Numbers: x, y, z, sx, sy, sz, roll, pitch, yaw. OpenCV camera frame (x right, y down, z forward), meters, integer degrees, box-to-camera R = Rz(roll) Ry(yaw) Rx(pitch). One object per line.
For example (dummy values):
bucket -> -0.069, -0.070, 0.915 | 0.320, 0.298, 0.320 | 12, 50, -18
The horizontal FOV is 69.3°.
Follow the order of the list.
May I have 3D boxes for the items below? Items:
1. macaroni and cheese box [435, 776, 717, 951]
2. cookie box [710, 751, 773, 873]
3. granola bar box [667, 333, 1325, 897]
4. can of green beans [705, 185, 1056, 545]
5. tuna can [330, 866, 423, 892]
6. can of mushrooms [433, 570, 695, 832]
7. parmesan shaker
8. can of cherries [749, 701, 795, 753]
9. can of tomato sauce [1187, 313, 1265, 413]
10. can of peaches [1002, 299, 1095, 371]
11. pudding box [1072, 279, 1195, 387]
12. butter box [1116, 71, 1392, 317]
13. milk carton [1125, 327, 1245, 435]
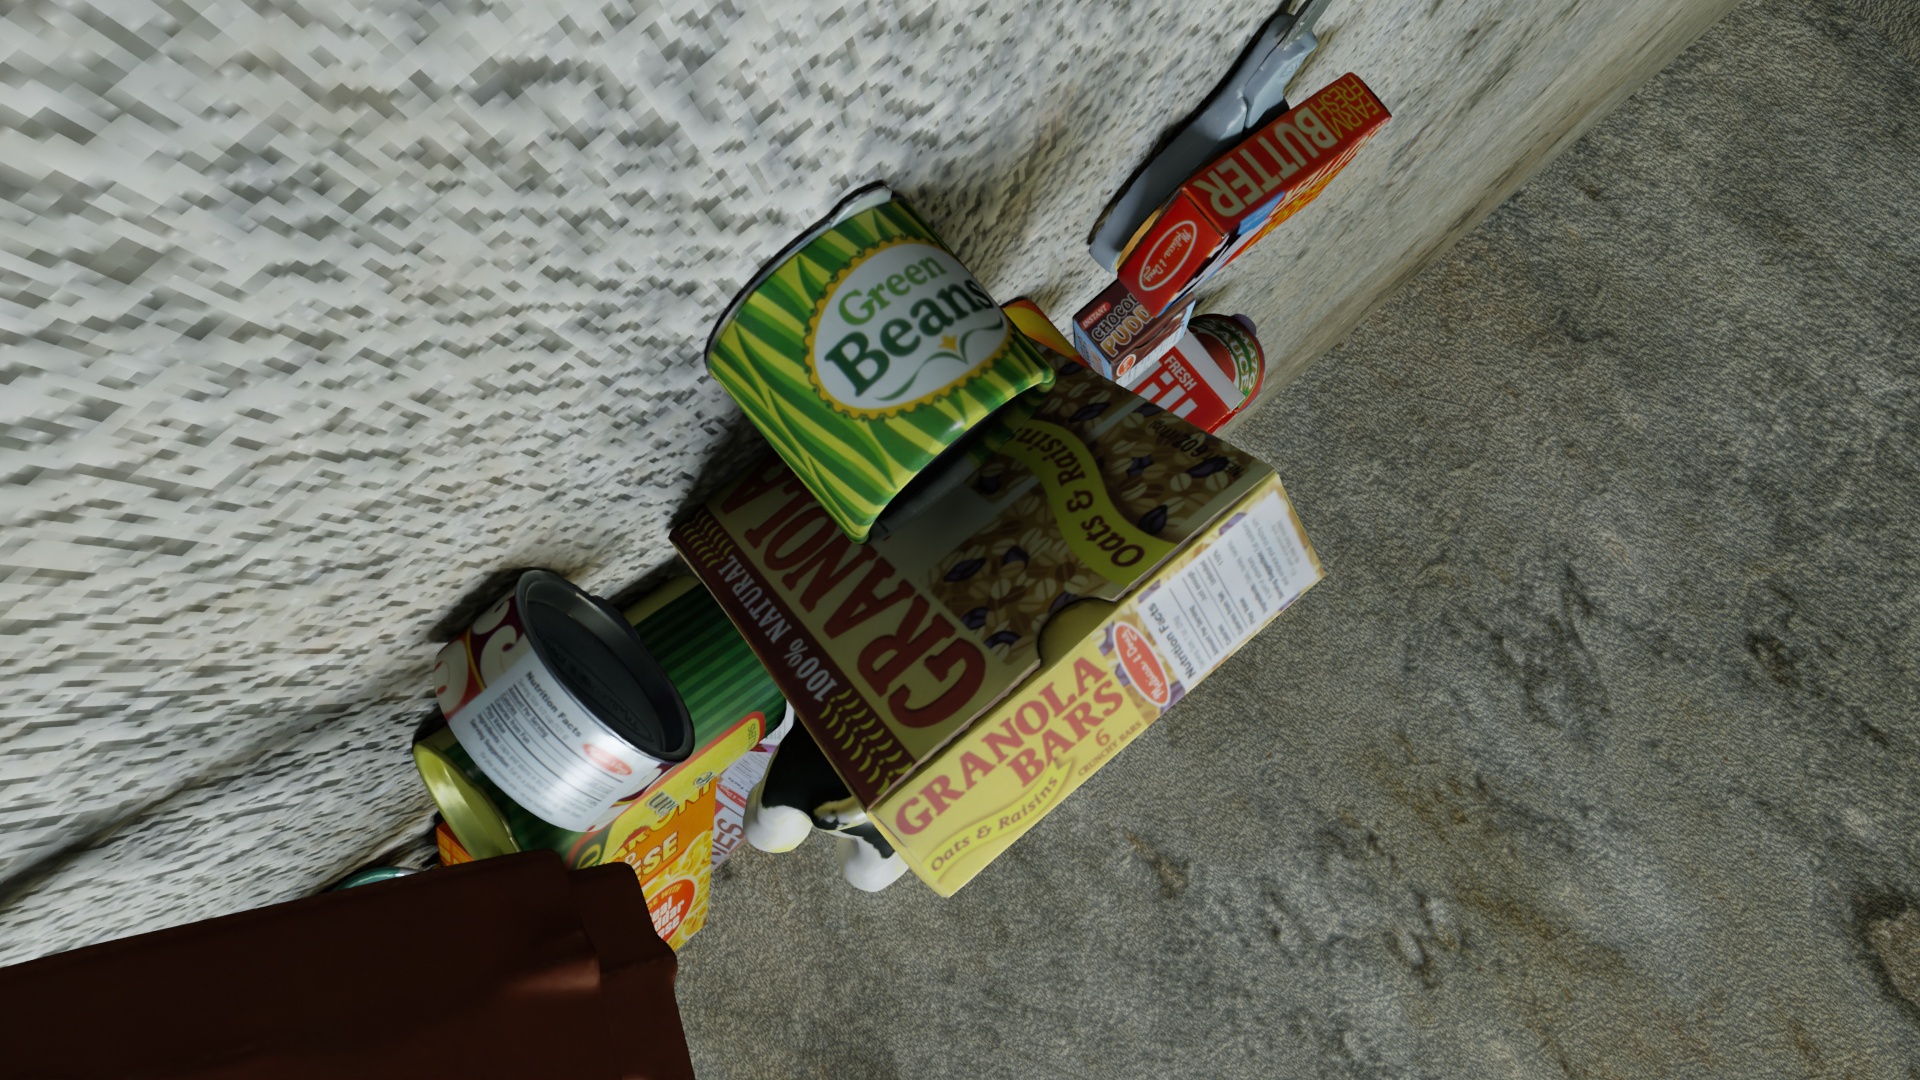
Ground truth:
macaroni and cheese box -> -0.168, 0.153, 0.626 | 0.124, 0.040, 0.165 | -36, 149, -41
cookie box -> -0.114, 0.117, 0.778 | 0.166, 0.040, 0.123 | -46, -168, 38
granola bar box -> -0.002, 0.002, 0.388 | 0.124, 0.039, 0.166 | -39, -145, -8
can of green beans -> -0.019, -0.041, 0.342 | 0.071, 0.058, 0.071 | -40, 174, -5
tuna can -> -0.220, 0.161, 0.526 | 0.032, 0.071, 0.071 | -46, 171, 34
can of mushrooms -> -0.107, 0.043, 0.378 | 0.033, 0.071, 0.071 | -41, 174, 6
parmesan shaker -> -0.115, 0.064, 0.459 | 0.103, 0.071, 0.071 | -36, 172, -32
can of cherries -> -0.072, 0.062, 0.614 | 0.058, 0.071, 0.071 | 4, 180, 2
can of tomato sauce -> 0.141, -0.099, 0.834 | 0.071, 0.071, 0.083 | -44, 172, 32
can of peaches -> 0.022, -0.049, 0.525 | 0.071, 0.058, 0.071 | -40, 173, -6
pudding box -> 0.080, -0.099, 0.648 | 0.049, 0.030, 0.083 | -39, 174, 2
butter box -> 0.104, -0.123, 0.491 | 0.104, 0.024, 0.053 | -38, 175, -29
milk carton -> 0.085, -0.057, 0.777 | 0.074, 0.072, 0.189 | -36, 173, -35
